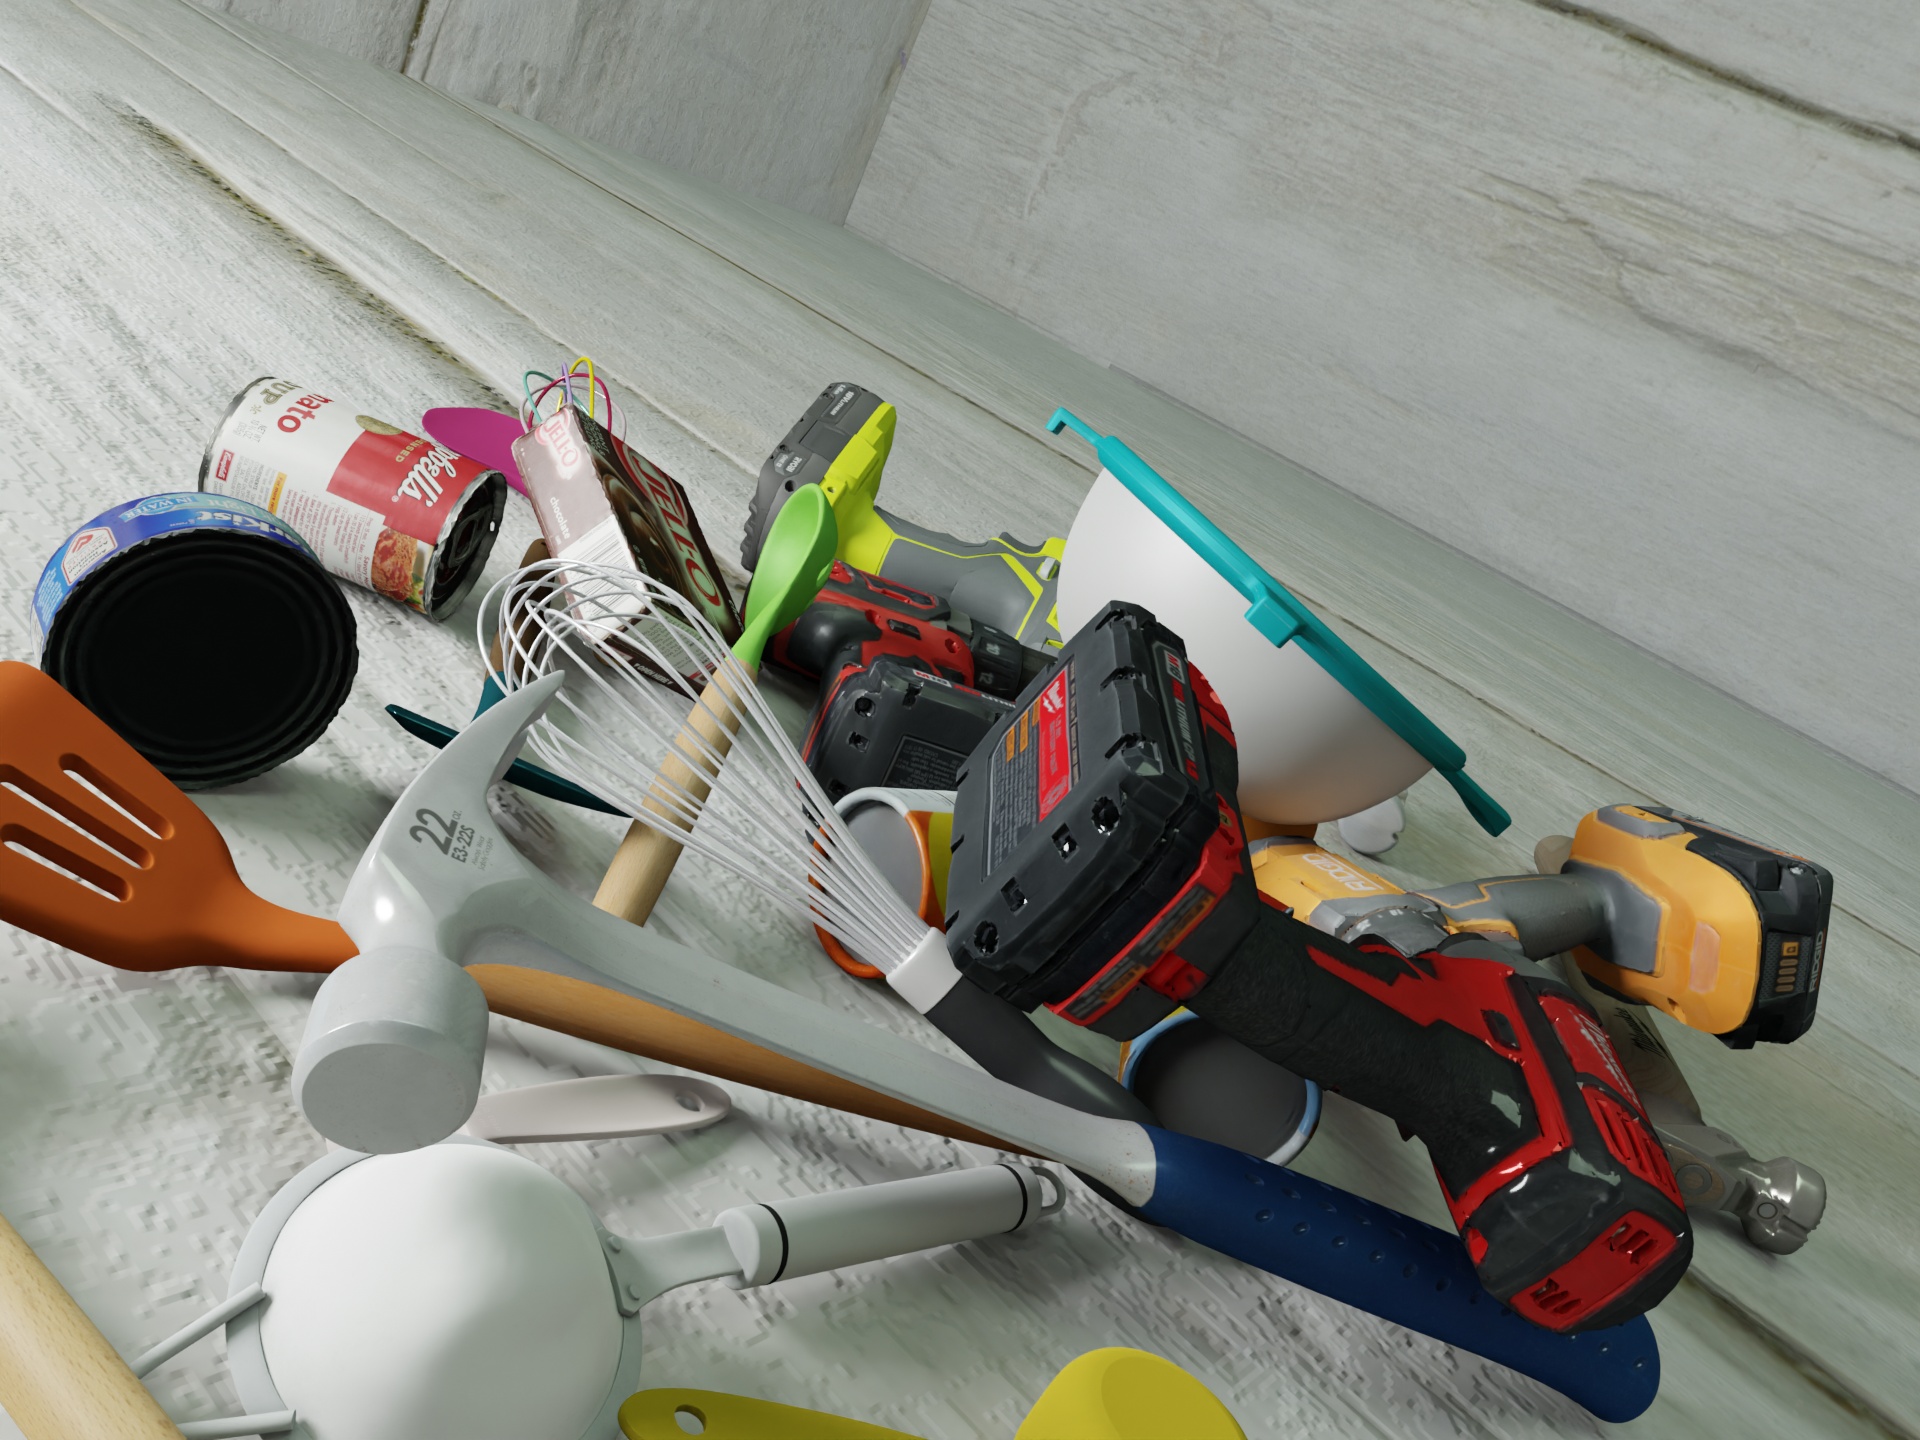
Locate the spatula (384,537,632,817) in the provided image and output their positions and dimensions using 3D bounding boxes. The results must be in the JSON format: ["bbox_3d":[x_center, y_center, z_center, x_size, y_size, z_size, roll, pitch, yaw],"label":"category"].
[{"bbox_3d":[-0.172,-0.030,0.630,0.082,0.044,0.318,26,16,-19],"label":"spatula"}]

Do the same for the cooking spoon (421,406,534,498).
[{"bbox_3d":[-0.196,-0.098,0.821,0.068,0.017,0.319,-9,36,-40],"label":"cooking spoon"}]

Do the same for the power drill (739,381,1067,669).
[{"bbox_3d":[0.002,-0.101,0.917,0.223,0.080,0.171,25,46,3],"label":"power drill"}]

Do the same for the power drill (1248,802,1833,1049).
[{"bbox_3d":[0.239,0.093,0.645,0.226,0.084,0.185,-2,12,-15],"label":"power drill"}]

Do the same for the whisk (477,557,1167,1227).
[{"bbox_3d":[-0.033,0.053,0.483,0.284,0.070,0.070,43,19,-2],"label":"whisk"}]

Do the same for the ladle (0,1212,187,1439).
[{"bbox_3d":[-0.181,0.097,0.291,0.316,0.031,0.069,36,61,22],"label":"ladle"}]

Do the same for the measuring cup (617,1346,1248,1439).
[{"bbox_3d":[0.002,0.156,0.348,0.156,0.029,0.062,22,18,-26],"label":"measuring cup"}]

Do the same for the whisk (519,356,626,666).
[{"bbox_3d":[-0.182,-0.110,0.777,0.051,0.047,0.245,47,13,-42],"label":"whisk"}]

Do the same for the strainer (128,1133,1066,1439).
[{"bbox_3d":[-0.056,0.122,0.373,0.258,0.050,0.087,8,40,-48],"label":"strainer"}]

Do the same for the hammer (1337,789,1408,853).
[{"bbox_3d":[0.094,-0.035,0.986,0.386,0.038,0.143,27,17,6],"label":"hammer"}]

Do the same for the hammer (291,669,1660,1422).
[{"bbox_3d":[0.037,0.109,0.424,0.405,0.035,0.144,27,25,-23],"label":"hammer"}]

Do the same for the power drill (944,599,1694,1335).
[{"bbox_3d":[0.106,0.069,0.461,0.219,0.078,0.143,35,24,-15],"label":"power drill"}]

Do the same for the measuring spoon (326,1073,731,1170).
[{"bbox_3d":[-0.105,0.105,0.403,0.034,0.018,0.124,42,18,32],"label":"measuring spoon"}]

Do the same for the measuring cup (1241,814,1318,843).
[{"bbox_3d":[0.159,0.065,0.772,0.095,0.052,0.174,8,23,-42],"label":"measuring cup"}]

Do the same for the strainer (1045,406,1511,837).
[{"bbox_3d":[0.153,0.005,0.744,0.340,0.095,0.211,35,13,-40],"label":"strainer"}]

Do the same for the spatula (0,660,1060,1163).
[{"bbox_3d":[-0.111,0.067,0.424,0.322,0.041,0.081,18,31,-11],"label":"spatula"}]

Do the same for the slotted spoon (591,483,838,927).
[{"bbox_3d":[-0.088,-0.001,0.578,0.031,0.070,0.314,31,33,-11],"label":"slotted spoon"}]

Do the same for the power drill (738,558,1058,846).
[{"bbox_3d":[-0.001,-0.002,0.726,0.187,0.080,0.227,19,17,-20],"label":"power drill"}]

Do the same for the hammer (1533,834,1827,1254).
[{"bbox_3d":[0.328,0.130,0.839,0.146,0.038,0.411,26,18,7],"label":"hammer"}]
